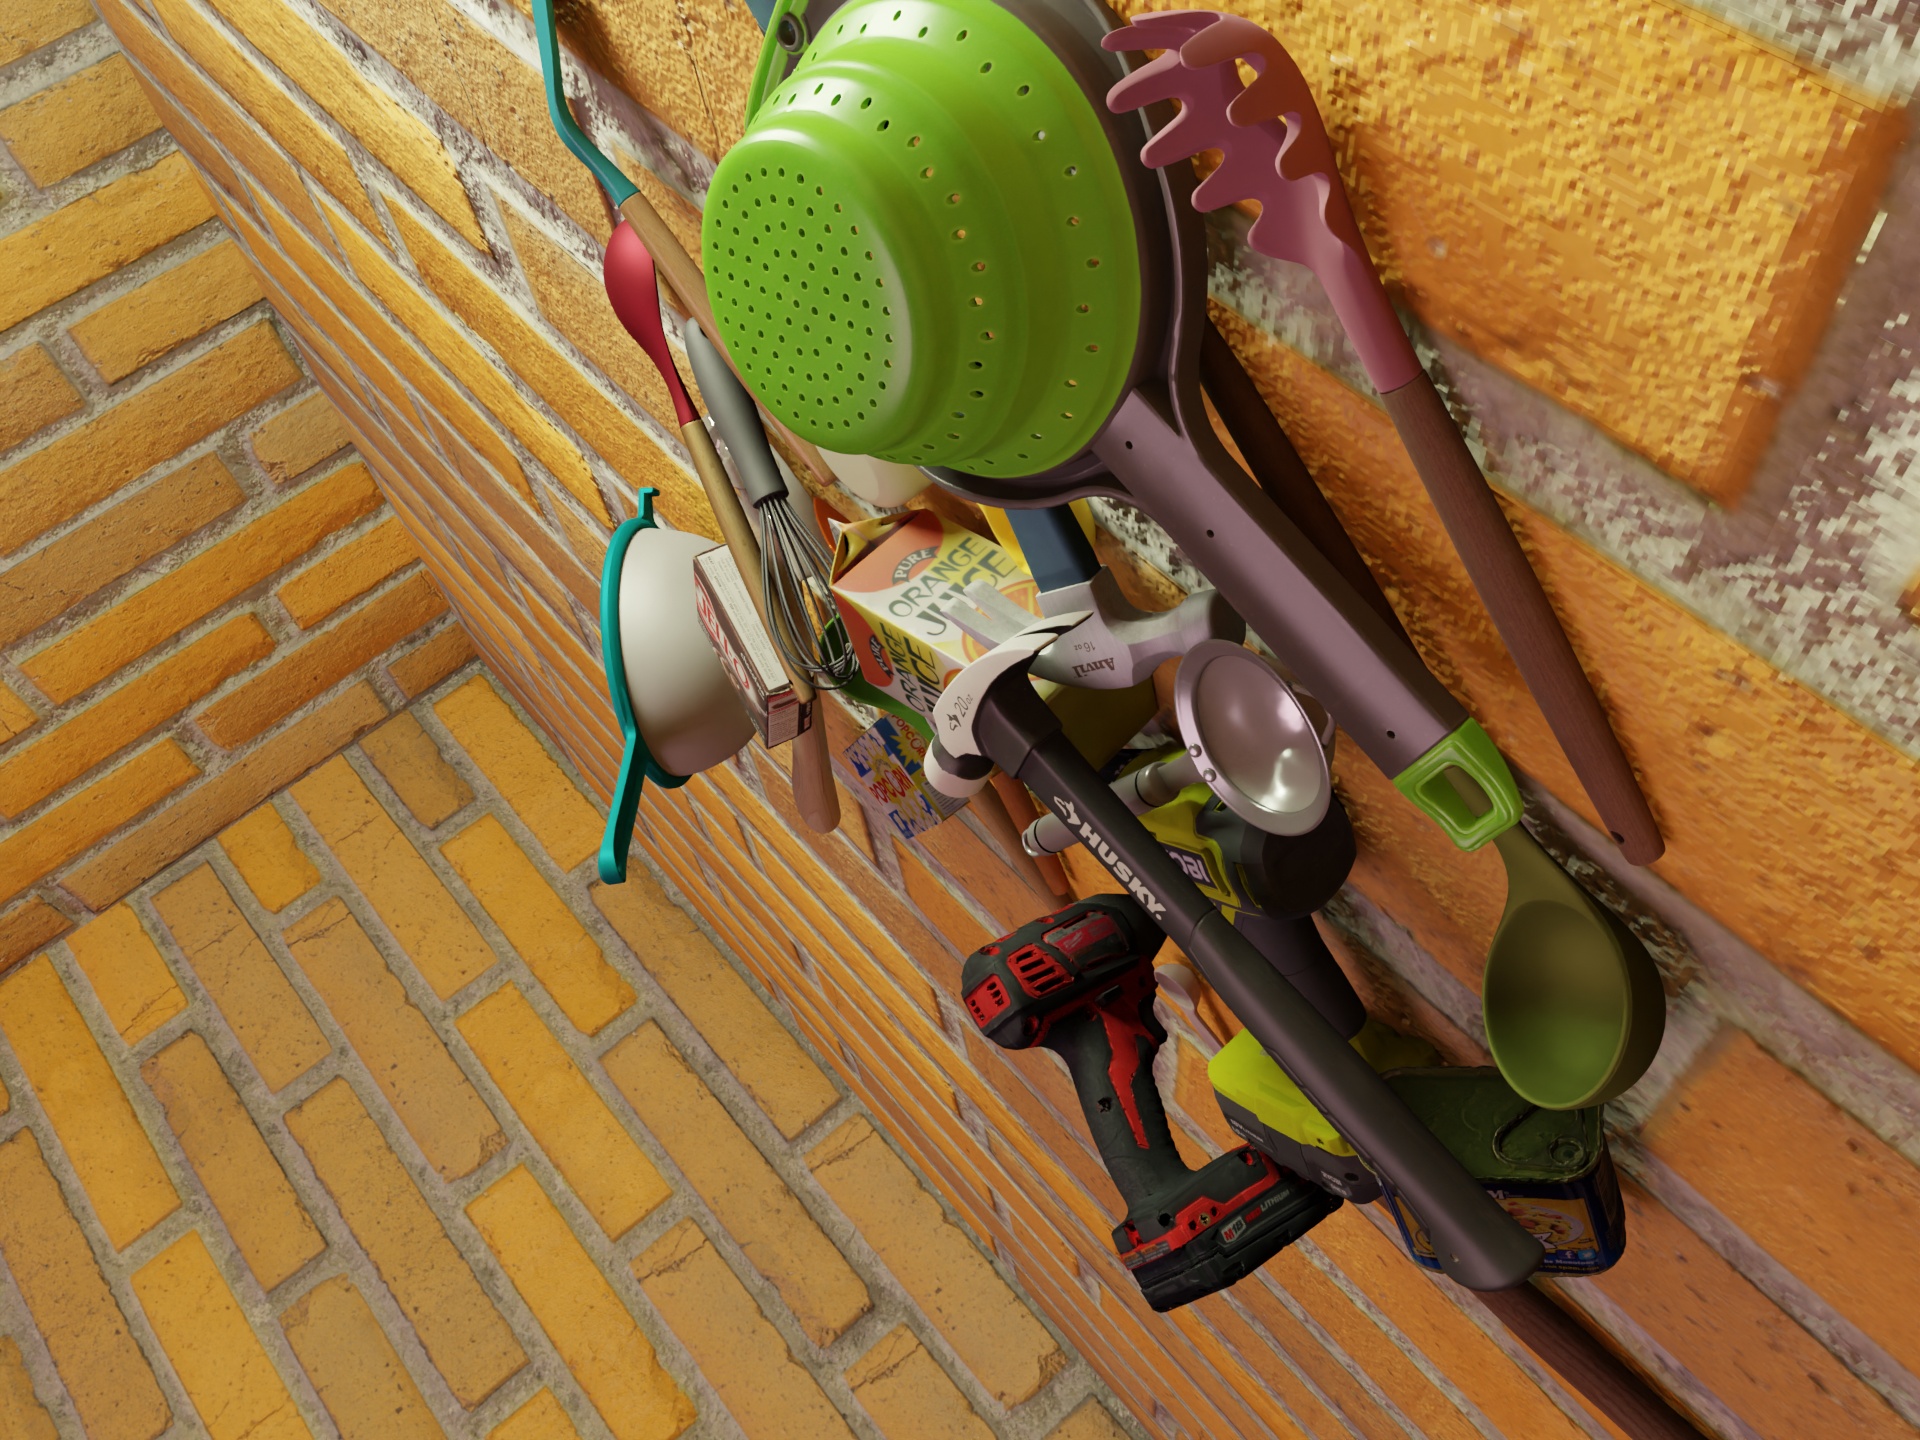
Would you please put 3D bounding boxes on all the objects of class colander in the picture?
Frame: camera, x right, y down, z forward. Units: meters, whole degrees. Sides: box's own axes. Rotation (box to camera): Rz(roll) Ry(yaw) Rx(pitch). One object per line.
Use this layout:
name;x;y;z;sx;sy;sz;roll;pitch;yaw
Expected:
colander;0.029;-0.097;0.540;0.397;0.094;0.204;50;143;10

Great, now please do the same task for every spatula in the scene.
spatula;-0.002;-0.003;0.987;0.081;0.041;0.322;-112;-5;-58
spatula;-0.154;-0.266;0.861;0.317;0.044;0.082;55;164;-8

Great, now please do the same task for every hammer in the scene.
hammer;0.112;0.096;0.663;0.335;0.035;0.146;48;150;14
hammer;0.287;0.302;0.864;0.332;0.031;0.129;40;159;33
hammer;-0.113;-0.031;1.136;0.146;0.038;0.410;54;162;31
hammer;-0.002;-0.159;0.656;0.128;0.033;0.330;-13;112;42

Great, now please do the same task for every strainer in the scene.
strainer;0.092;0.023;0.695;0.087;0.050;0.258;61;147;3
strainer;-0.196;-0.014;1.178;0.341;0.095;0.210;-89;-12;-48

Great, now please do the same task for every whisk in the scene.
whisk;-0.113;-0.128;0.922;0.055;0.055;0.239;129;120;-72

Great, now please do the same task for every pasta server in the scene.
pasta server;0.142;-0.077;0.489;0.316;0.040;0.060;57;171;-16

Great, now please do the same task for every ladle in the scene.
ladle;0.156;-0.002;0.571;0.320;0.062;0.078;57;160;-6
ladle;-0.153;-0.156;0.969;0.069;0.031;0.315;-20;93;65

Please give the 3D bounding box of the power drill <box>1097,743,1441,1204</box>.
power drill;0.142;0.112;0.794;0.191;0.080;0.228;14;135;62

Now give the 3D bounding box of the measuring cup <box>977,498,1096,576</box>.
measuring cup;0.008;-0.126;0.755;0.157;0.029;0.062;47;162;25

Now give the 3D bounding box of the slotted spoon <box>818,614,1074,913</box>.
slotted spoon;0.010;0.046;1.055;0.313;0.070;0.031;55;-165;-22

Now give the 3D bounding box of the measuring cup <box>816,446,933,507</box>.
measuring cup;-0.078;-0.178;0.823;0.167;0.038;0.083;46;163;-2

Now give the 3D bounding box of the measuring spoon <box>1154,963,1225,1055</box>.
measuring spoon;0.163;0.196;1.013;0.124;0.018;0.034;53;162;-24

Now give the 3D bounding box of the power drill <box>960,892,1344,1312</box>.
power drill;0.109;0.201;0.897;0.220;0.143;0.078;58;144;15
